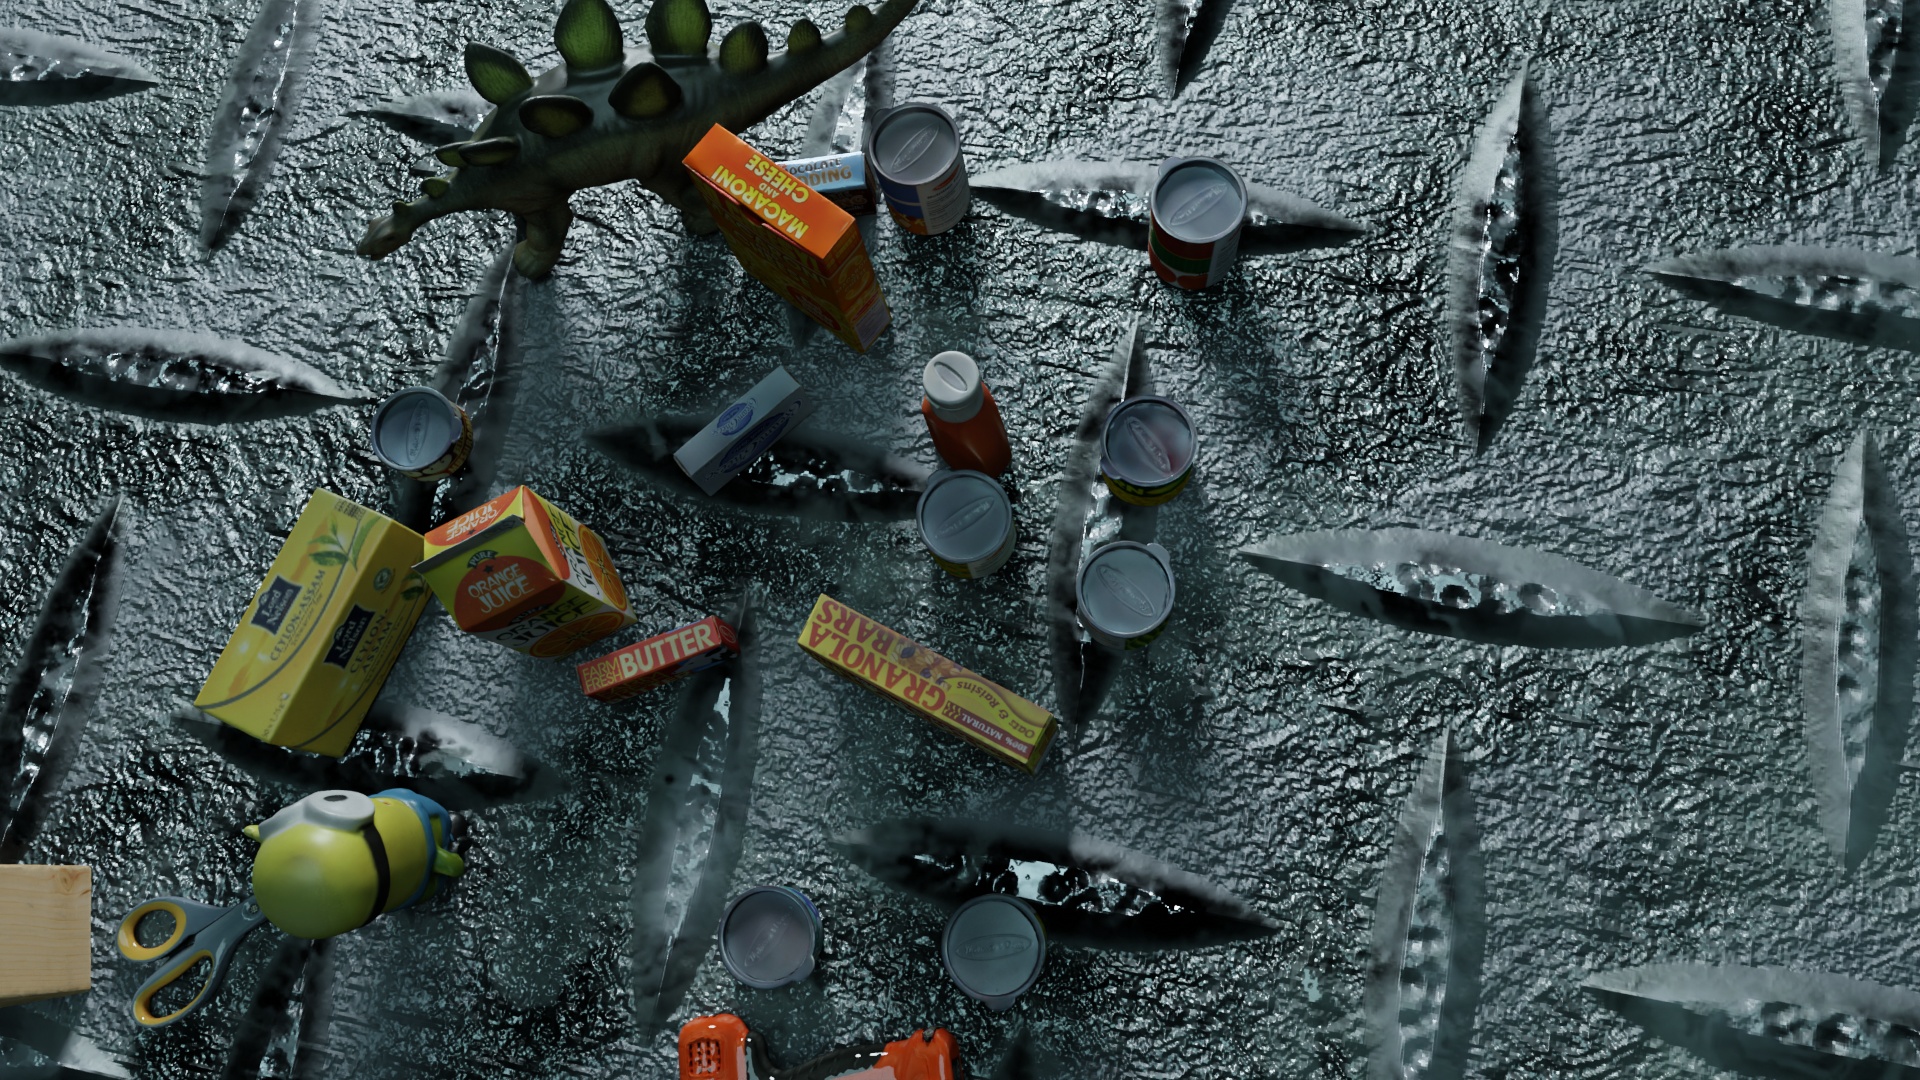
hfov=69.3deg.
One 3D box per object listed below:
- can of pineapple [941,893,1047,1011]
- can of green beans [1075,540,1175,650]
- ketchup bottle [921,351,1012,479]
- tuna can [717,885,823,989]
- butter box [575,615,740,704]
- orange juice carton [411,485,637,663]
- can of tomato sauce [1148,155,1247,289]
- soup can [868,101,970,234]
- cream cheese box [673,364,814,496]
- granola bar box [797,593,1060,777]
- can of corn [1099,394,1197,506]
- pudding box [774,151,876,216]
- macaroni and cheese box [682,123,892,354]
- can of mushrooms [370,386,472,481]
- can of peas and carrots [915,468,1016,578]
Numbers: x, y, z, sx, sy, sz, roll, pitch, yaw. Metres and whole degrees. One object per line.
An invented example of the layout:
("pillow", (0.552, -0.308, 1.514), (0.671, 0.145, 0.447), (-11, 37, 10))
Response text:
("can of pineapple", (0.023, 0.265, 0.903), (0.071, 0.057, 0.071), (-1, 76, 5))
("can of green beans", (0.113, 0.039, 0.950), (0.071, 0.057, 0.071), (-1, 76, 5))
("ketchup bottle", (0.001, -0.085, 0.945), (0.065, 0.148, 0.043), (41, 84, 13))
("tuna can", (-0.124, 0.266, 0.930), (0.071, 0.032, 0.071), (-1, 76, 5))
("butter box", (-0.211, 0.084, 0.973), (0.103, 0.053, 0.024), (-20, 75, 0))
("orange juice carton", (-0.289, 0.022, 0.924), (0.072, 0.192, 0.073), (-26, 75, -1))
("can of tomato sauce", (0.167, -0.227, 0.998), (0.071, 0.083, 0.071), (-1, 76, 5))
("soup can", (-0.031, -0.276, 1.029), (0.071, 0.083, 0.071), (-1, 76, 5))
("cream cheese box", (-0.156, -0.079, 1.009), (0.104, 0.053, 0.024), (-41, 76, -5))
("granola bar box", (-0.018, 0.099, 0.914), (0.166, 0.124, 0.039), (27, 81, 11))
("can of corn", (0.129, -0.060, 0.973), (0.071, 0.058, 0.071), (-1, 76, 5))
("pudding box", (-0.108, -0.266, 1.052), (0.084, 0.049, 0.030), (-6, 76, 4))
("macaroni and cheese box", (-0.117, -0.207, 0.978), (0.124, 0.166, 0.040), (36, 83, 13))
("can of mushrooms", (-0.402, -0.079, 1.043), (0.071, 0.033, 0.071), (-1, 76, 5))
("can of peas and carrots", (0.003, -0.012, 0.973), (0.071, 0.058, 0.071), (-1, 76, 5))
